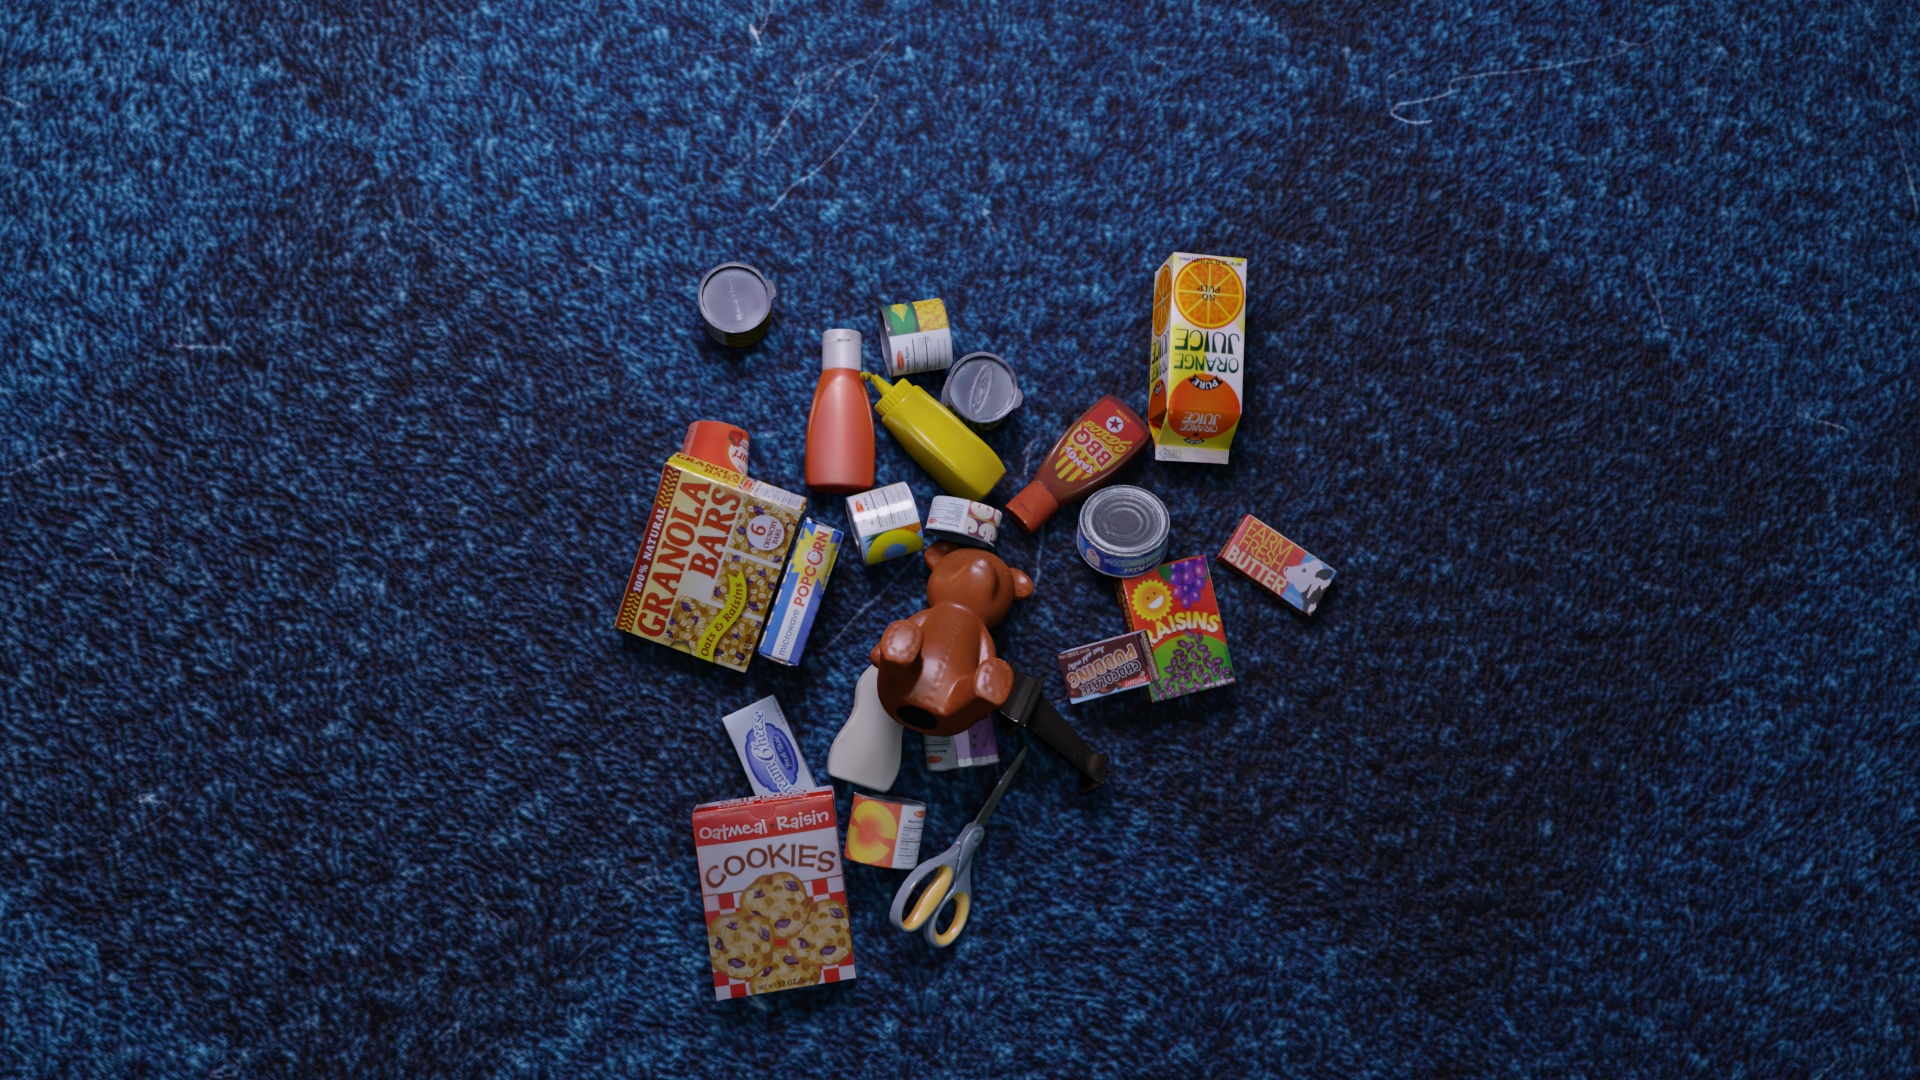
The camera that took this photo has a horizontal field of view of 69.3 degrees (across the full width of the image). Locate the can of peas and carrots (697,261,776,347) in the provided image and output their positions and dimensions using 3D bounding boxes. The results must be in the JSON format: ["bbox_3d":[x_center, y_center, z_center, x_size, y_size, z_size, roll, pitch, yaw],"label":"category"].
[{"bbox_3d":[-0.204,-0.217,1.276,0.071,0.058,0.071,1,84,-7],"label":"can of peas and carrots"}]

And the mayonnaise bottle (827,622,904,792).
[{"bbox_3d":[-0.070,0.149,1.259,0.065,0.041,0.148,19,80,-5],"label":"mayonnaise bottle"}]

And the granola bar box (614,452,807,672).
[{"bbox_3d":[-0.220,0.021,1.222,0.124,0.039,0.165,20,109,-4],"label":"granola bar box"}]

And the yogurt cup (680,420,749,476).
[{"bbox_3d":[-0.223,-0.074,1.256,0.072,0.072,0.054,9,75,-5],"label":"yogurt cup"}]

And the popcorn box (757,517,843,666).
[{"bbox_3d":[-0.144,0.049,1.239,0.038,0.085,0.127,19,81,-6],"label":"popcorn box"}]

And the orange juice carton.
[{"bbox_3d":[0.223,-0.168,1.313,0.072,0.073,0.193,4,84,-6],"label":"orange juice carton"}]

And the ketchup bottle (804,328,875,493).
[{"bbox_3d":[-0.110,-0.119,1.283,0.065,0.043,0.149,2,83,-10],"label":"ketchup bottle"}]

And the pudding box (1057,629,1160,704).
[{"bbox_3d":[0.136,0.116,1.271,0.083,0.030,0.049,-18,85,29],"label":"pudding box"}]

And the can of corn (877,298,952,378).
[{"bbox_3d":[-0.043,-0.190,1.290,0.058,0.071,0.071,-10,85,-8],"label":"can of corn"}]

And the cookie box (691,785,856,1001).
[{"bbox_3d":[-0.162,0.307,1.216,0.123,0.040,0.167,-7,95,-7],"label":"cookie box"}]

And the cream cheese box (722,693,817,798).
[{"bbox_3d":[-0.170,0.196,1.250,0.053,0.024,0.104,-24,87,-7],"label":"cream cheese box"}]

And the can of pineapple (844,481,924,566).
[{"bbox_3d":[-0.070,-0.014,1.267,0.058,0.071,0.071,-16,86,-8],"label":"can of pineapple"}]

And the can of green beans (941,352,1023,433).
[{"bbox_3d":[0.017,-0.136,1.293,0.071,0.057,0.071,1,83,-6],"label":"can of green beans"}]

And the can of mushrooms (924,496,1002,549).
[{"bbox_3d":[0.005,-0.016,1.275,0.071,0.071,0.033,14,82,-5],"label":"can of mushrooms"}]

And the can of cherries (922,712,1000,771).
[{"bbox_3d":[0.001,0.175,1.253,0.071,0.071,0.058,-7,83,-7],"label":"can of cherries"}]

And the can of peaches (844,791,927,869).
[{"bbox_3d":[-0.069,0.257,1.235,0.071,0.071,0.058,9,83,-5],"label":"can of peaches"}]

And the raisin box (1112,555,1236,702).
[{"bbox_3d":[0.200,0.082,1.299,0.086,0.040,0.123,-13,86,-7],"label":"raisin box"}]

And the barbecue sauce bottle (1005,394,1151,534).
[{"bbox_3d":[0.107,-0.068,1.302,0.149,0.043,0.065,-43,77,-9],"label":"barbecue sauce bottle"}]

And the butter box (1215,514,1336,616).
[{"bbox_3d":[0.301,0.024,1.324,0.103,0.024,0.053,33,80,-2],"label":"butter box"}]

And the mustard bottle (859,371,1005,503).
[{"bbox_3d":[-0.030,-0.102,1.275,0.160,0.065,0.049,44,70,-6],"label":"mustard bottle"}]
